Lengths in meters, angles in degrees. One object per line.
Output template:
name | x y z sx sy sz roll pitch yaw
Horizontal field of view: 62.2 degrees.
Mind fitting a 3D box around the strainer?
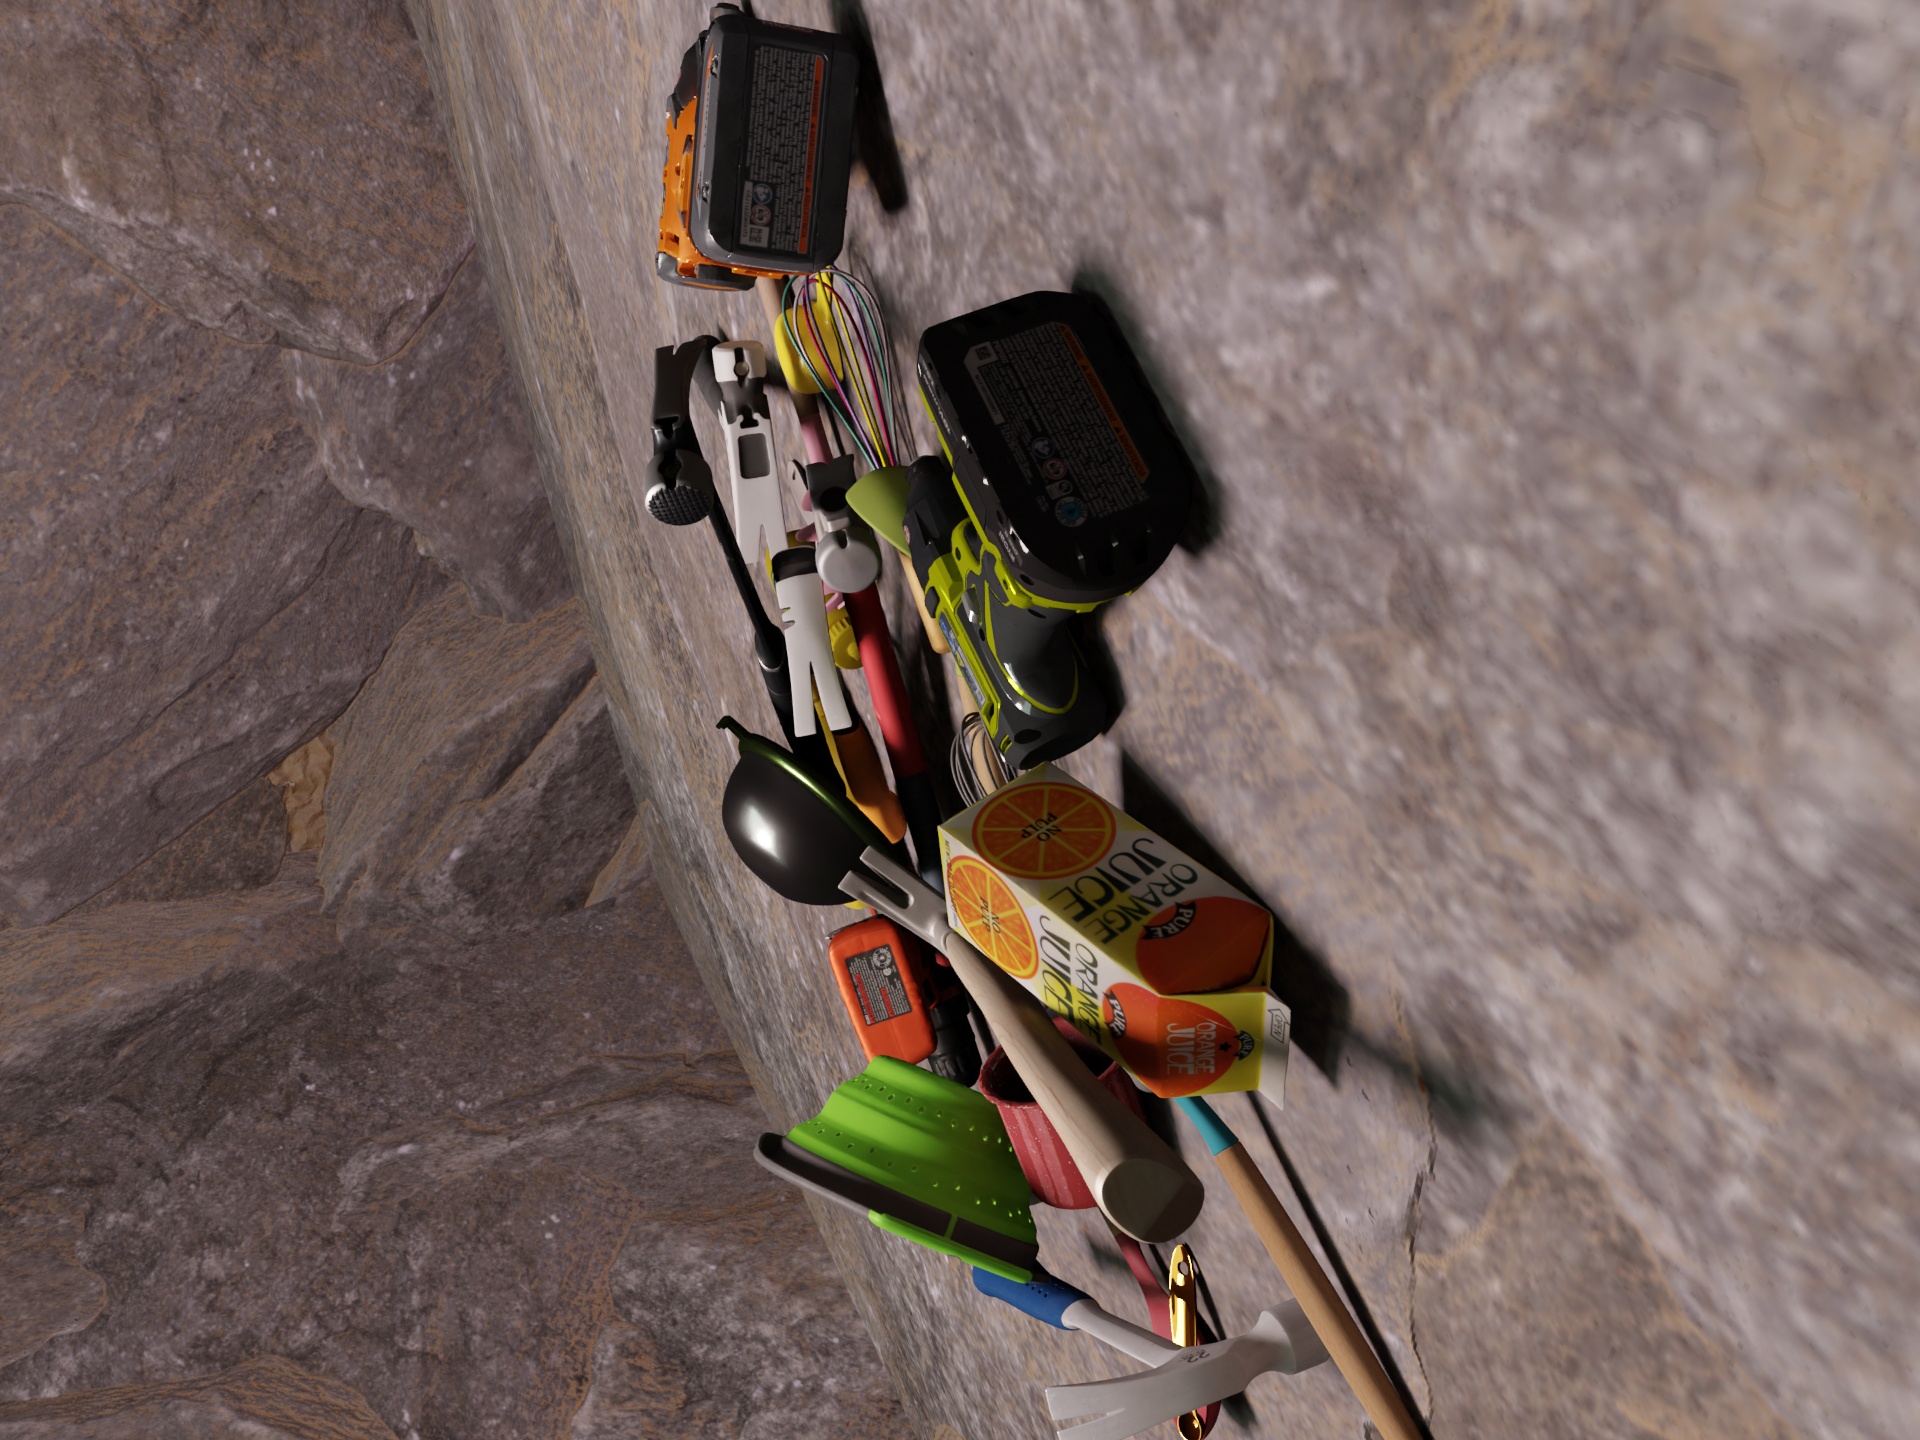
strainer | -0.073 0.108 1.053 0.257 0.069 0.151 34 163 30

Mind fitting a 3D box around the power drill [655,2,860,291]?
power drill | -0.122 -0.324 0.883 0.227 0.084 0.164 -143 57 -67

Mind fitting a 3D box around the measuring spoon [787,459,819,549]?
measuring spoon | -0.105 -0.155 1.168 0.124 0.018 0.034 -117 36 -43

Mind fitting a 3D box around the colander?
colander | -0.048 0.285 1.098 0.094 0.204 0.397 -67 14 -13

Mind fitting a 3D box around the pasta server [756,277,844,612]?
pasta server | -0.116 -0.229 1.069 0.040 0.060 0.316 -11 99 31

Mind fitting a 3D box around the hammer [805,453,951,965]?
hammer | -0.040 0.011 1.076 0.143 0.038 0.385 -105 1 -55

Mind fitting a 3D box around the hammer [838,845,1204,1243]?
hammer | 0.025 0.147 0.778 0.146 0.038 0.411 36 179 -11

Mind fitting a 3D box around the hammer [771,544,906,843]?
hammer | -0.075 0.019 1.106 0.336 0.034 0.127 75 -177 -63

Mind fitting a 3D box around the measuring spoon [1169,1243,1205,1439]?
measuring spoon | 0.140 0.378 0.967 0.021 0.011 0.117 -10 80 50

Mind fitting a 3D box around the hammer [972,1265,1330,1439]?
hammer | 0.071 0.365 0.971 0.405 0.144 0.035 141 114 -72

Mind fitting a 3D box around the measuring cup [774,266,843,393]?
measuring cup | -0.097 -0.263 0.981 0.156 0.029 0.062 96 149 -59

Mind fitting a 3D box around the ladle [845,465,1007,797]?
ladle | -0.001 -0.003 0.944 0.078 0.062 0.320 -118 12 -60

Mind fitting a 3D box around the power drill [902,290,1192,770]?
power drill | 0.023 -0.088 0.735 0.223 0.080 0.171 109 137 -69

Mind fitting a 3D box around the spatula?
spatula | 0.154 0.228 0.780 0.318 0.044 0.082 59 159 18

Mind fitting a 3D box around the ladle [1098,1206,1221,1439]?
ladle | 0.096 0.317 1.057 0.316 0.031 0.069 63 148 29

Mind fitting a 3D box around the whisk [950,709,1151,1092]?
whisk | 0.058 0.099 0.895 0.239 0.055 0.055 64 163 4

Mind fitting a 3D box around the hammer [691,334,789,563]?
hammer | -0.168 -0.223 1.150 0.335 0.035 0.146 -122 25 -64

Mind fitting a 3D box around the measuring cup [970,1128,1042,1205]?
measuring cup | 0.006 0.289 1.150 0.168 0.083 0.038 21 130 34

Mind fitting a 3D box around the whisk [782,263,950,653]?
whisk | -0.046 -0.153 0.934 0.047 0.051 0.245 11 123 64

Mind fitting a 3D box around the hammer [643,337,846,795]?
hammer | -0.129 -0.063 1.021 0.408 0.036 0.149 76 -176 -54
